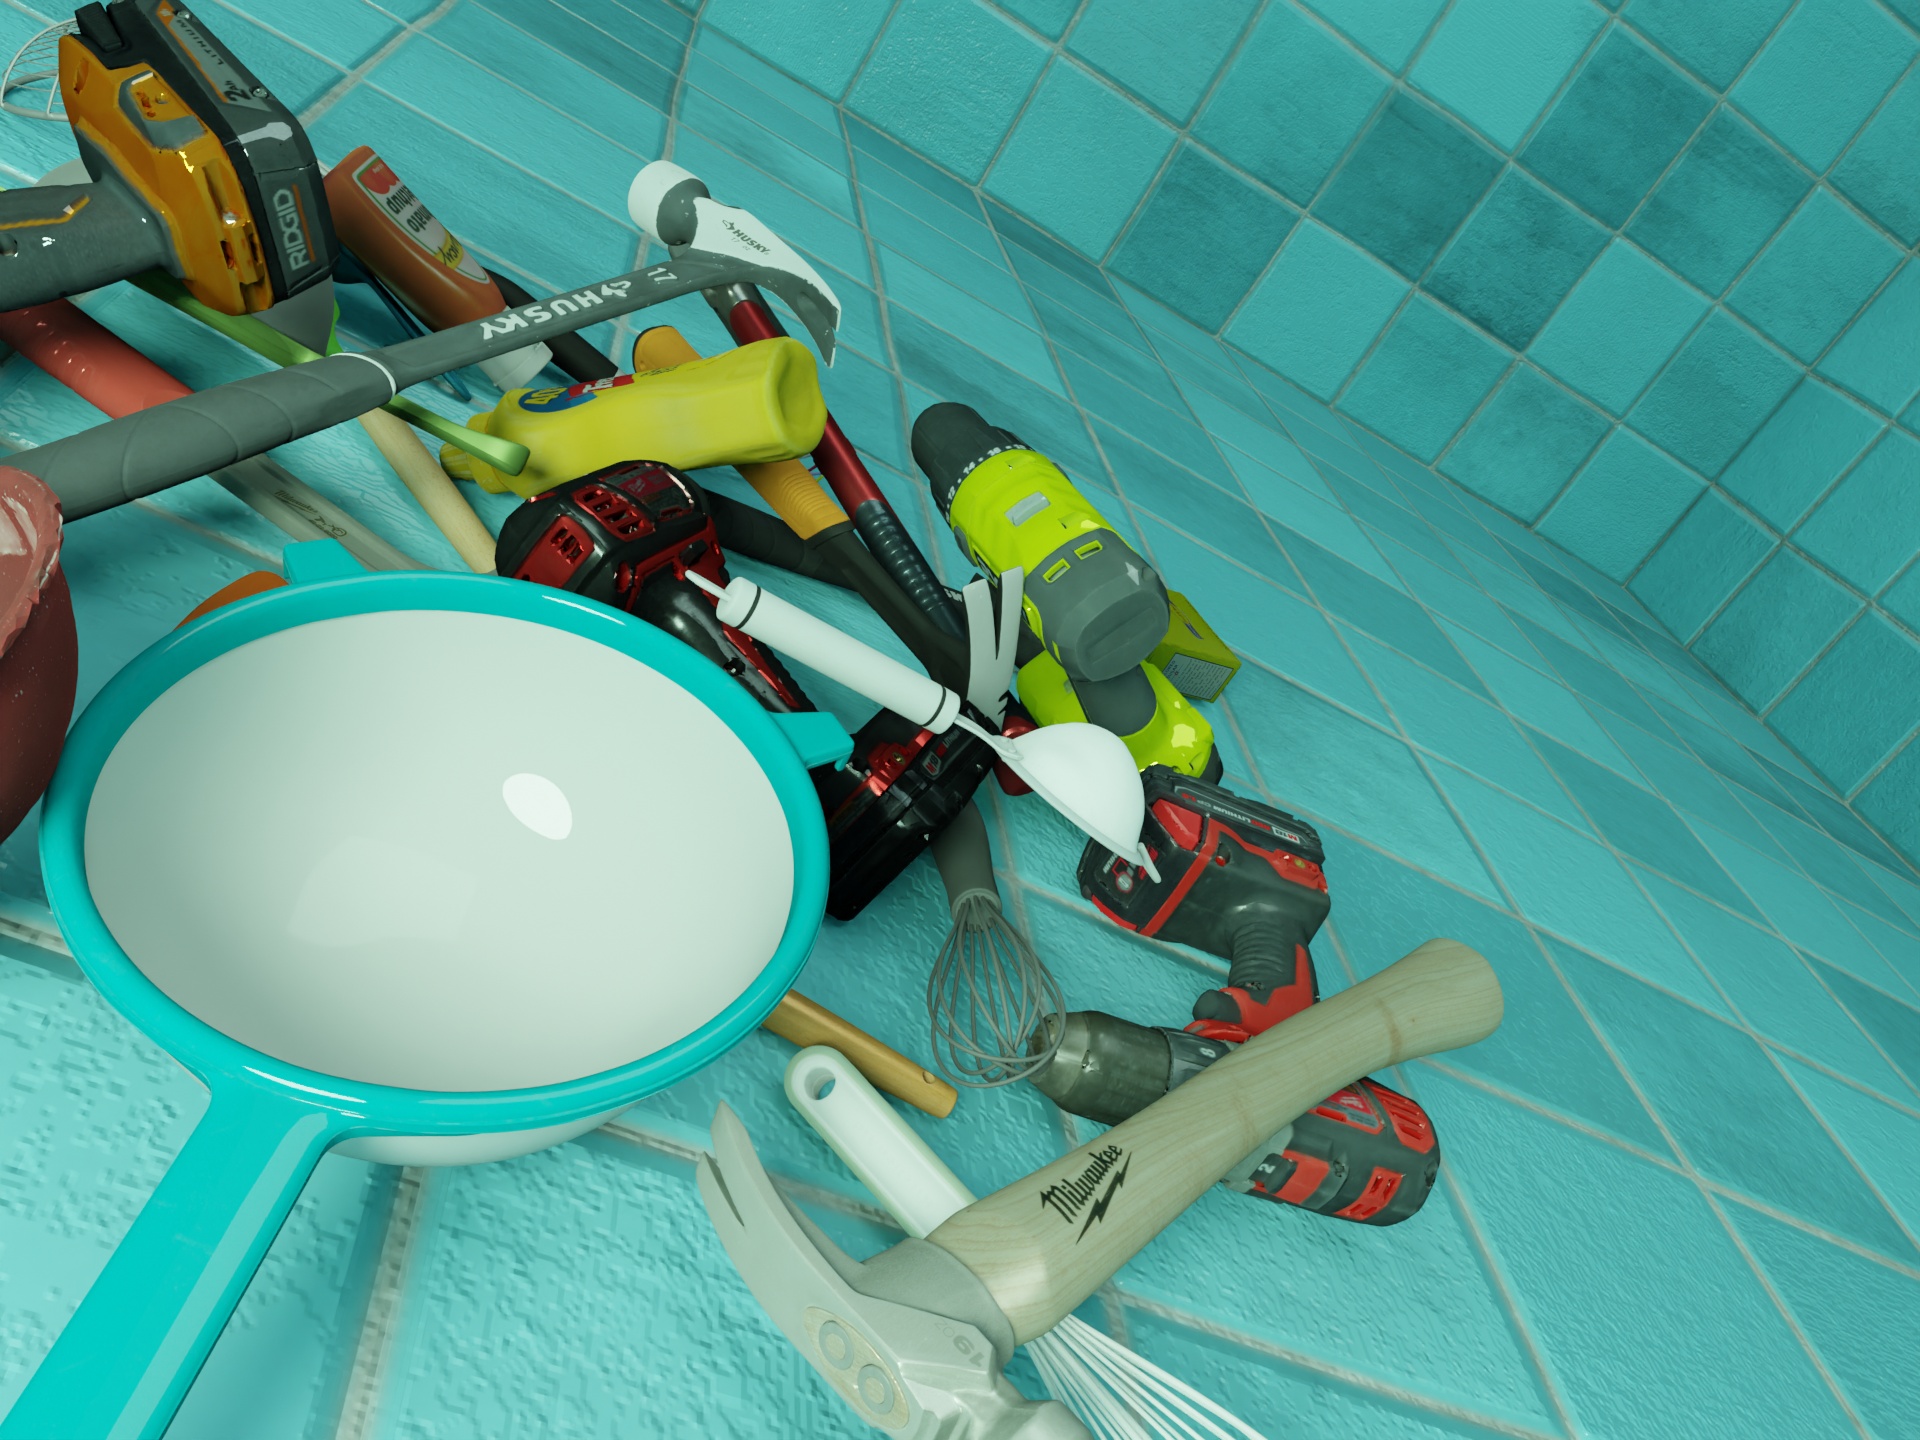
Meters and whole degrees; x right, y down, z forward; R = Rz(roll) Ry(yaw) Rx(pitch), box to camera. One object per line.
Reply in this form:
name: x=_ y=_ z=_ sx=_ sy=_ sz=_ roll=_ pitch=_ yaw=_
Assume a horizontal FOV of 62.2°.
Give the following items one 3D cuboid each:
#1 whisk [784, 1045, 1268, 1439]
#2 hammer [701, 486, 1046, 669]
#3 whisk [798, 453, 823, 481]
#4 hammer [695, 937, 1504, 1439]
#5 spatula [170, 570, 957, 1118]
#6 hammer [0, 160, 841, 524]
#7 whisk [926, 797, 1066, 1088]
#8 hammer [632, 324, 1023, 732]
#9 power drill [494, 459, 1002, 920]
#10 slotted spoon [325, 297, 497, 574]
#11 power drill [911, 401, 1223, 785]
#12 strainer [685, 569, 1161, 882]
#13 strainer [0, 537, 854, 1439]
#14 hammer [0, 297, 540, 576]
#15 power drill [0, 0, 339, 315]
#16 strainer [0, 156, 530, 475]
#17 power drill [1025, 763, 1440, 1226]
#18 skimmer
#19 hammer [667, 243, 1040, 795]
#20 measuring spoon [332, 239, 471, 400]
whisk: x=0.023 y=0.195 z=0.521 sx=0.246 sy=0.058 sz=0.059 roll=42 pitch=-11 yaw=26
hammer: x=-0.073 y=-0.096 z=0.960 sx=0.334 sy=0.035 sz=0.146 roll=18 pitch=29 yaw=-32
whisk: x=-0.159 y=-0.173 z=0.991 sx=0.051 sy=0.047 sz=0.245 roll=34 pitch=25 yaw=29
hammer: x=0.093 y=0.140 z=0.593 sx=0.146 sy=0.038 sz=0.410 roll=37 pitch=30 yaw=29
spatula: x=-0.134 y=0.058 z=0.578 sx=0.322 sy=0.041 sz=0.081 roll=32 pitch=29 yaw=-9
hammer: x=-0.223 y=-0.140 z=0.644 sx=0.149 sy=0.036 sz=0.409 roll=37 pitch=48 yaw=23
whisk: x=0.004 y=0.085 z=0.700 sx=0.055 sy=0.055 sz=0.239 roll=27 pitch=17 yaw=-16
hammer: x=-0.082 y=-0.118 z=0.839 sx=0.034 sy=0.127 sz=0.337 roll=-23 pitch=54 yaw=-29
power drill: x=-0.091 y=-0.028 z=0.709 sx=0.219 sy=0.078 sz=0.143 roll=44 pitch=23 yaw=-2
slotted spoon: x=-0.295 y=-0.159 z=0.799 sx=0.314 sy=0.031 sz=0.070 roll=48 pitch=18 yaw=25
power drill: x=0.055 y=-0.054 z=0.849 sx=0.191 sy=0.080 sz=0.228 roll=53 pitch=-5 yaw=39
strainer: x=-0.001 y=-0.002 z=0.665 sx=0.258 sy=0.050 sz=0.087 roll=28 pitch=12 yaw=-24
strainer: x=-0.162 y=0.094 z=0.426 sx=0.211 sy=0.095 sz=0.341 roll=19 pitch=40 yaw=-3
hammer: x=-0.349 y=-0.146 z=0.677 sx=0.359 sy=0.036 sz=0.149 roll=35 pitch=31 yaw=3
power drill: x=-0.370 y=-0.185 z=0.581 sx=0.226 sy=0.084 sz=0.164 roll=-34 pitch=66 yaw=-27
strainer: x=-0.296 y=-0.193 z=0.715 sx=0.256 sy=0.069 sz=0.151 roll=27 pitch=-1 yaw=5
power drill: x=0.110 y=0.120 z=0.740 sx=0.187 sy=0.080 sz=0.227 roll=21 pitch=30 yaw=-17
skimmer: x=-0.368 y=-0.285 z=0.939 sx=0.363 sy=0.090 sz=0.127 roll=36 pitch=25 yaw=-24
hammer: x=-0.050 y=-0.117 z=0.909 sx=0.387 sy=0.038 sz=0.143 roll=58 pitch=2 yaw=22
measuring spoon: x=-0.322 y=-0.224 z=0.885 sx=0.128 sy=0.021 sz=0.042 roll=50 pitch=5 yaw=-5
